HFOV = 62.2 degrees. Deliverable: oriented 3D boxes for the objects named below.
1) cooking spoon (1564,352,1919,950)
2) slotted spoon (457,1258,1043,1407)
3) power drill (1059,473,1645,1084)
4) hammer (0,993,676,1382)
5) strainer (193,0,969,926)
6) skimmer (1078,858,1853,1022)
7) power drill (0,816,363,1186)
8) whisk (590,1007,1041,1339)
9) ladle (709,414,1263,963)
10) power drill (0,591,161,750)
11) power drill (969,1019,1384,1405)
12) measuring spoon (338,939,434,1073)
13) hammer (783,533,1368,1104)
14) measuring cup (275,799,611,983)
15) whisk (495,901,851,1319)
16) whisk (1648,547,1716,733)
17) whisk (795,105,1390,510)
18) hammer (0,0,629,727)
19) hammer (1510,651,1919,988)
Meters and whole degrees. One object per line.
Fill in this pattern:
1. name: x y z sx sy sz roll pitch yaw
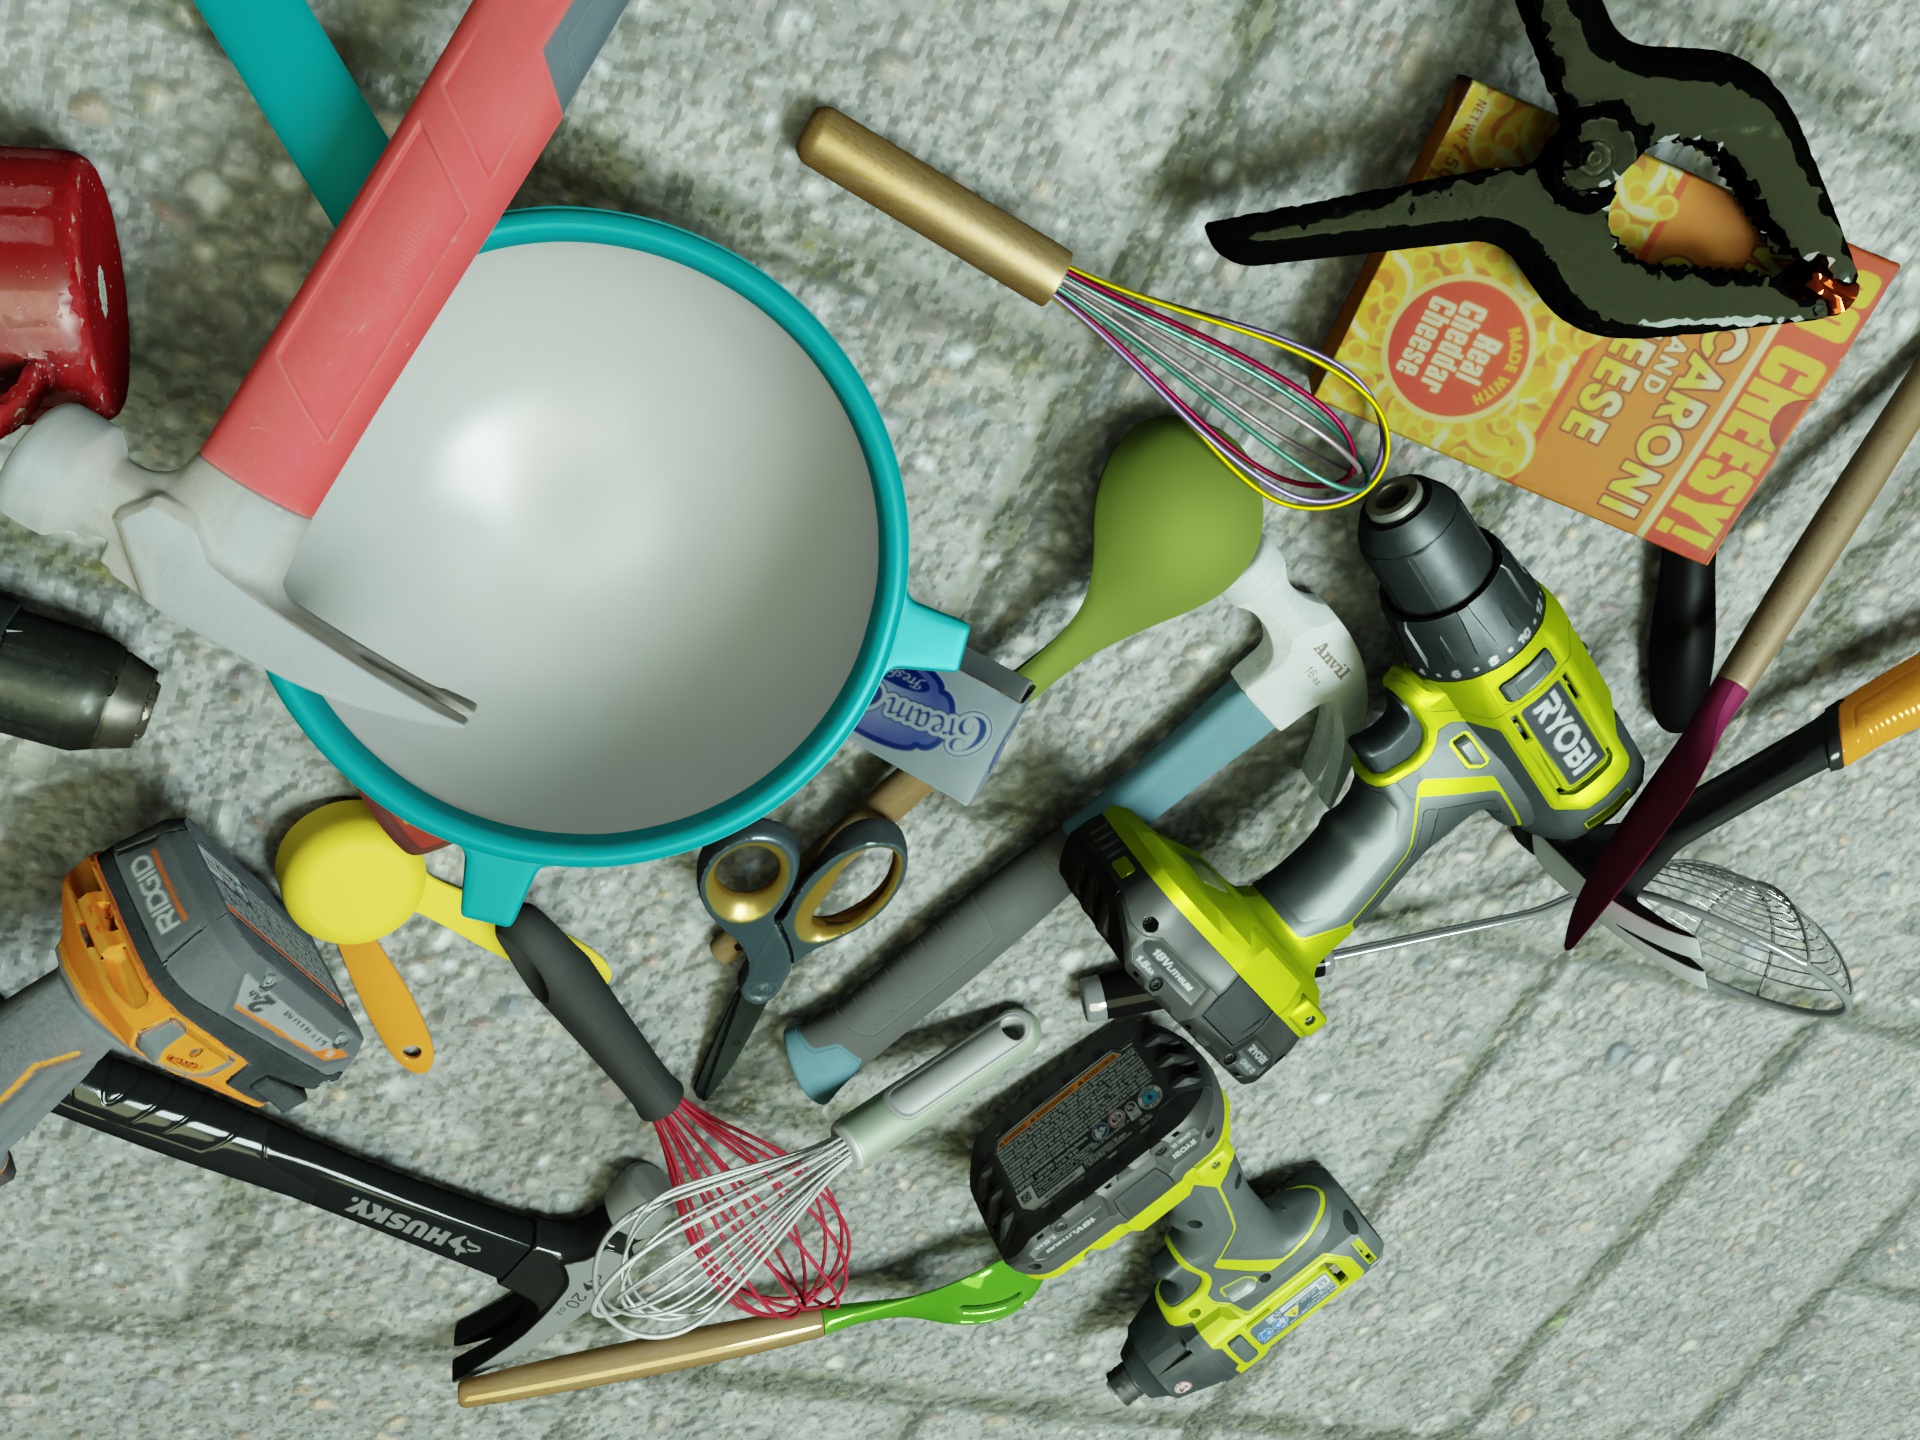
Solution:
1. cooking spoon: 0.344 -0.037 0.681 0.017 0.068 0.319 33 91 16
2. slotted spoon: -0.098 0.319 0.828 0.313 0.031 0.070 -5 145 -16
3. power drill: 0.157 0.025 0.657 0.228 0.080 0.190 -41 123 4
4. hammer: -0.305 0.205 0.721 0.334 0.035 0.146 34 108 -29
5. strainer: -0.157 -0.116 0.532 0.211 0.095 0.340 -30 104 -2
6. skimmer: 0.243 0.134 0.780 0.363 0.127 0.090 -10 81 -3
7. power drill: -0.350 0.149 0.594 0.226 0.084 0.164 -34 150 -13
8. whisk: -0.058 0.197 0.722 0.246 0.058 0.059 -28 150 -29
9. ladle: -0.001 -0.002 0.669 0.320 0.062 0.078 -42 132 21
10. power drill: -0.409 0.033 0.563 0.187 0.080 0.226 20 112 -25
11. power drill: 0.109 0.271 0.837 0.171 0.080 0.223 -39 125 2
12. measuring spoon: -0.254 0.114 0.689 0.021 0.011 0.116 -15 124 -4
13. hammer: 0.043 0.064 0.720 0.331 0.033 0.128 -41 121 13
14. measuring cup: -0.209 0.086 0.667 0.156 0.029 0.062 33 95 -32
15. whisk: -0.128 0.187 0.734 0.073 0.073 0.295 -26 123 3
16. whisk: 0.315 -0.084 0.687 0.055 0.055 0.238 -19 129 -2
17. whisk: 0.051 -0.142 0.565 0.245 0.051 0.047 27 142 -14
18. hammer: -0.110 -0.185 0.456 0.143 0.038 0.386 32 95 -15
19. hammer: 0.433 -0.002 0.737 0.337 0.127 0.034 -30 123 -1
